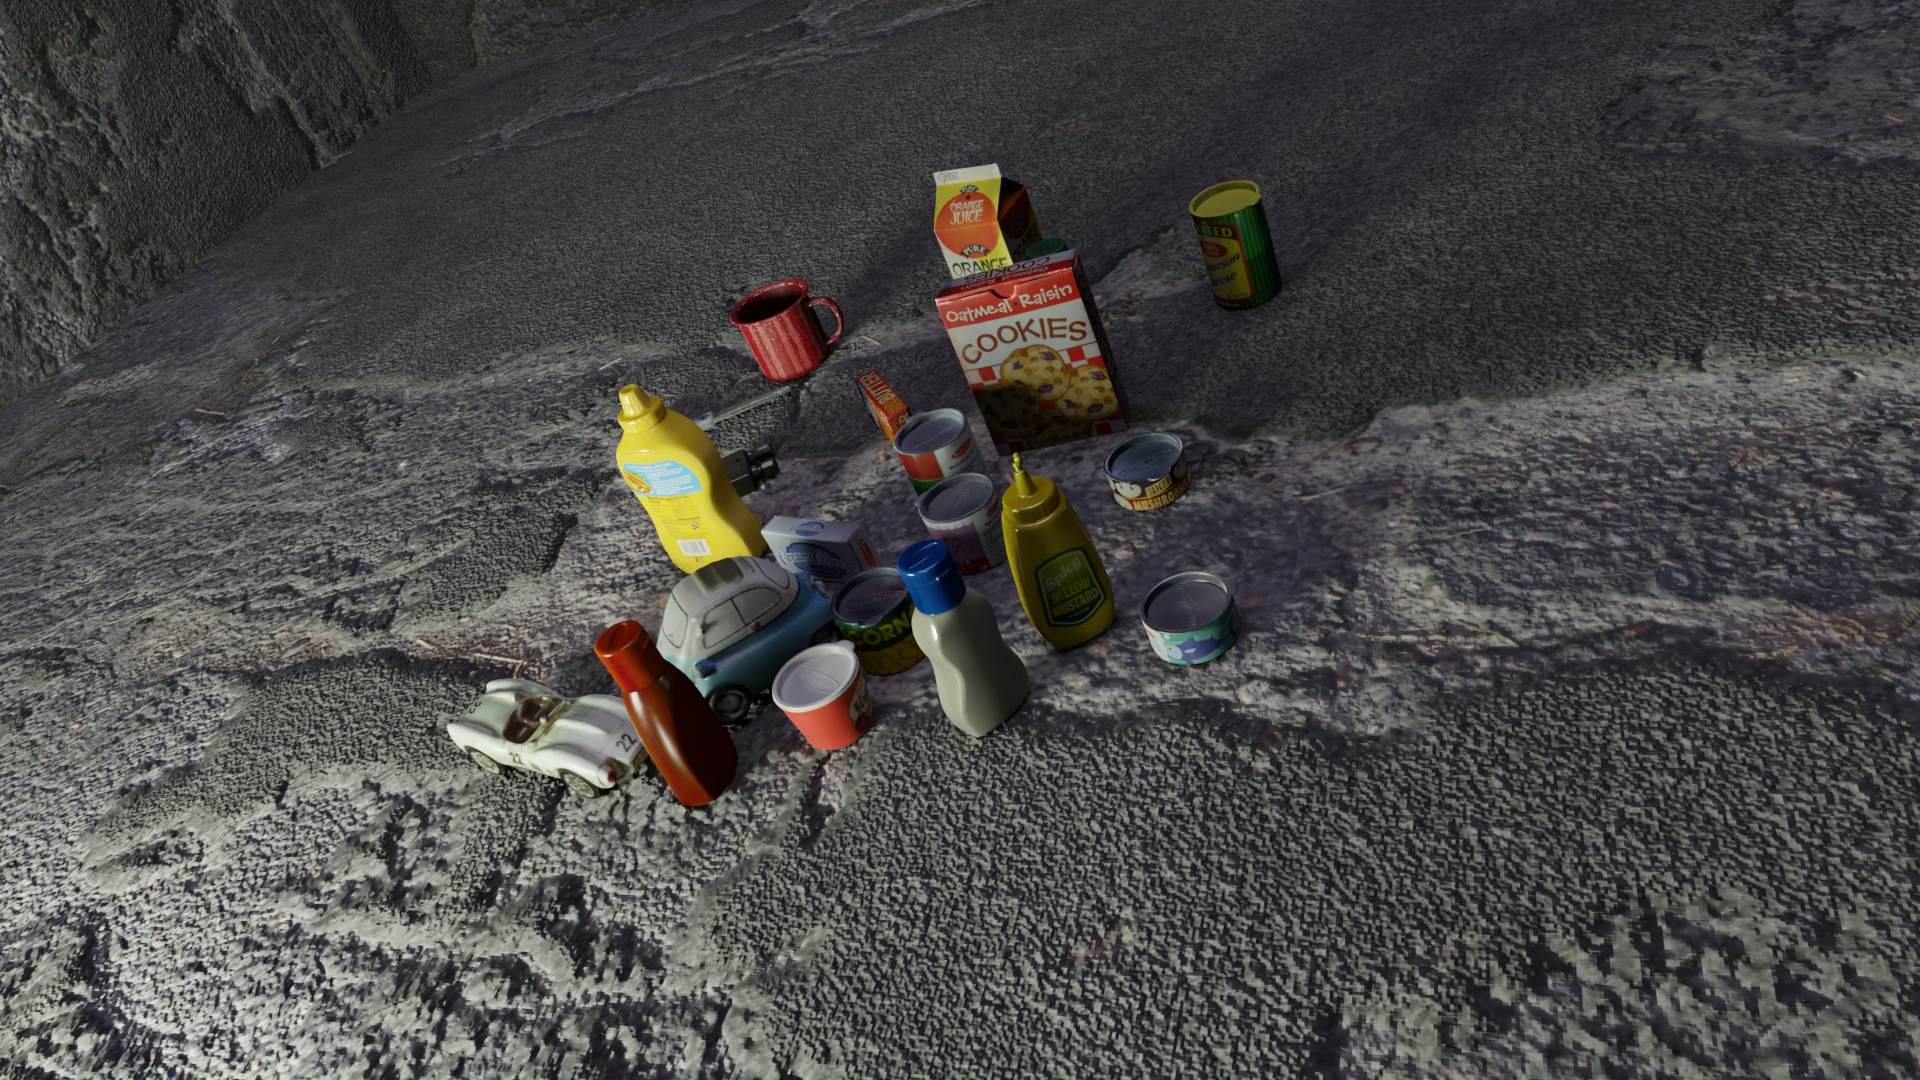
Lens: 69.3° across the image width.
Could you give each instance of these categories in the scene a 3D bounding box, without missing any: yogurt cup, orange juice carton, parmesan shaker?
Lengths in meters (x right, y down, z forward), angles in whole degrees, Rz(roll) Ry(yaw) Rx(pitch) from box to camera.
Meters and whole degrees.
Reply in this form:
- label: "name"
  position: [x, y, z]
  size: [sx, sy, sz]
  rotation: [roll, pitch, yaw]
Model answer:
- label: "yogurt cup"
  position: [-0.098, 0.118, 1.028]
  size: [0.072, 0.053, 0.073]
  rotation: [-16, 35, 12]
- label: "orange juice carton"
  position: [0.036, -0.279, 1.362]
  size: [0.072, 0.191, 0.073]
  rotation: [0, 41, 31]
- label: "parmesan shaker"
  position: [0.261, -0.276, 1.303]
  size: [0.071, 0.102, 0.072]
  rotation: [-16, 35, 12]

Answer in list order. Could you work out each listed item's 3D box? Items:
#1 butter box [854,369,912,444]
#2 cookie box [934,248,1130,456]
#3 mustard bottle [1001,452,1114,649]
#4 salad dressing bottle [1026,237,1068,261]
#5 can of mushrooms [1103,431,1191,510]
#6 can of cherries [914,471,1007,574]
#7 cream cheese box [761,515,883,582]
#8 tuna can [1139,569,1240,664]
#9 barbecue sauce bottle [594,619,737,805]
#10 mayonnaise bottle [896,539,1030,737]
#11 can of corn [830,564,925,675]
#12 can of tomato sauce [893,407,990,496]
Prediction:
- label: "butter box"
  position: [-0.068, -0.121, 1.334]
  size: [0.024, 0.053, 0.104]
  rotation: [-29, 34, -7]
- label: "cookie box"
  position: [0.066, -0.160, 1.205]
  size: [0.123, 0.166, 0.040]
  rotation: [-11, 36, 19]
- label: "mustard bottle"
  position: [0.062, 0.005, 0.992]
  size: [0.065, 0.159, 0.049]
  rotation: [-28, 34, -5]
- label: "salad dressing bottle"
  position: [0.099, -0.202, 1.260]
  size: [0.044, 0.147, 0.064]
  rotation: [-14, 35, 14]
- label: "can of mushrooms"
  position: [0.153, -0.056, 1.131]
  size: [0.071, 0.033, 0.071]
  rotation: [-16, 35, 12]
- label: "can of cherries"
  position: [0.004, -0.014, 1.142]
  size: [0.071, 0.058, 0.072]
  rotation: [-16, 35, 12]
- label: "cream cheese box"
  position: [-0.118, 0.009, 1.188]
  size: [0.104, 0.053, 0.024]
  rotation: [6, 44, 36]
- label: "tuna can"
  position: [0.165, 0.053, 0.978]
  size: [0.071, 0.032, 0.071]
  rotation: [-16, 35, 12]
- label: "barbecue sauce bottle"
  position: [-0.213, 0.122, 1.006]
  size: [0.043, 0.148, 0.065]
  rotation: [-11, 36, 18]
- label: "mayonnaise bottle"
  position: [-0.001, 0.065, 0.958]
  size: [0.065, 0.147, 0.041]
  rotation: [-40, 37, -22]
- label: "can of corn"
  position: [-0.059, 0.063, 1.075]
  size: [0.071, 0.058, 0.071]
  rotation: [-16, 35, 12]
- label: "can of tomato sauce"
  position: [-0.013, -0.062, 1.196]
  size: [0.071, 0.082, 0.071]
  rotation: [-16, 35, 12]
